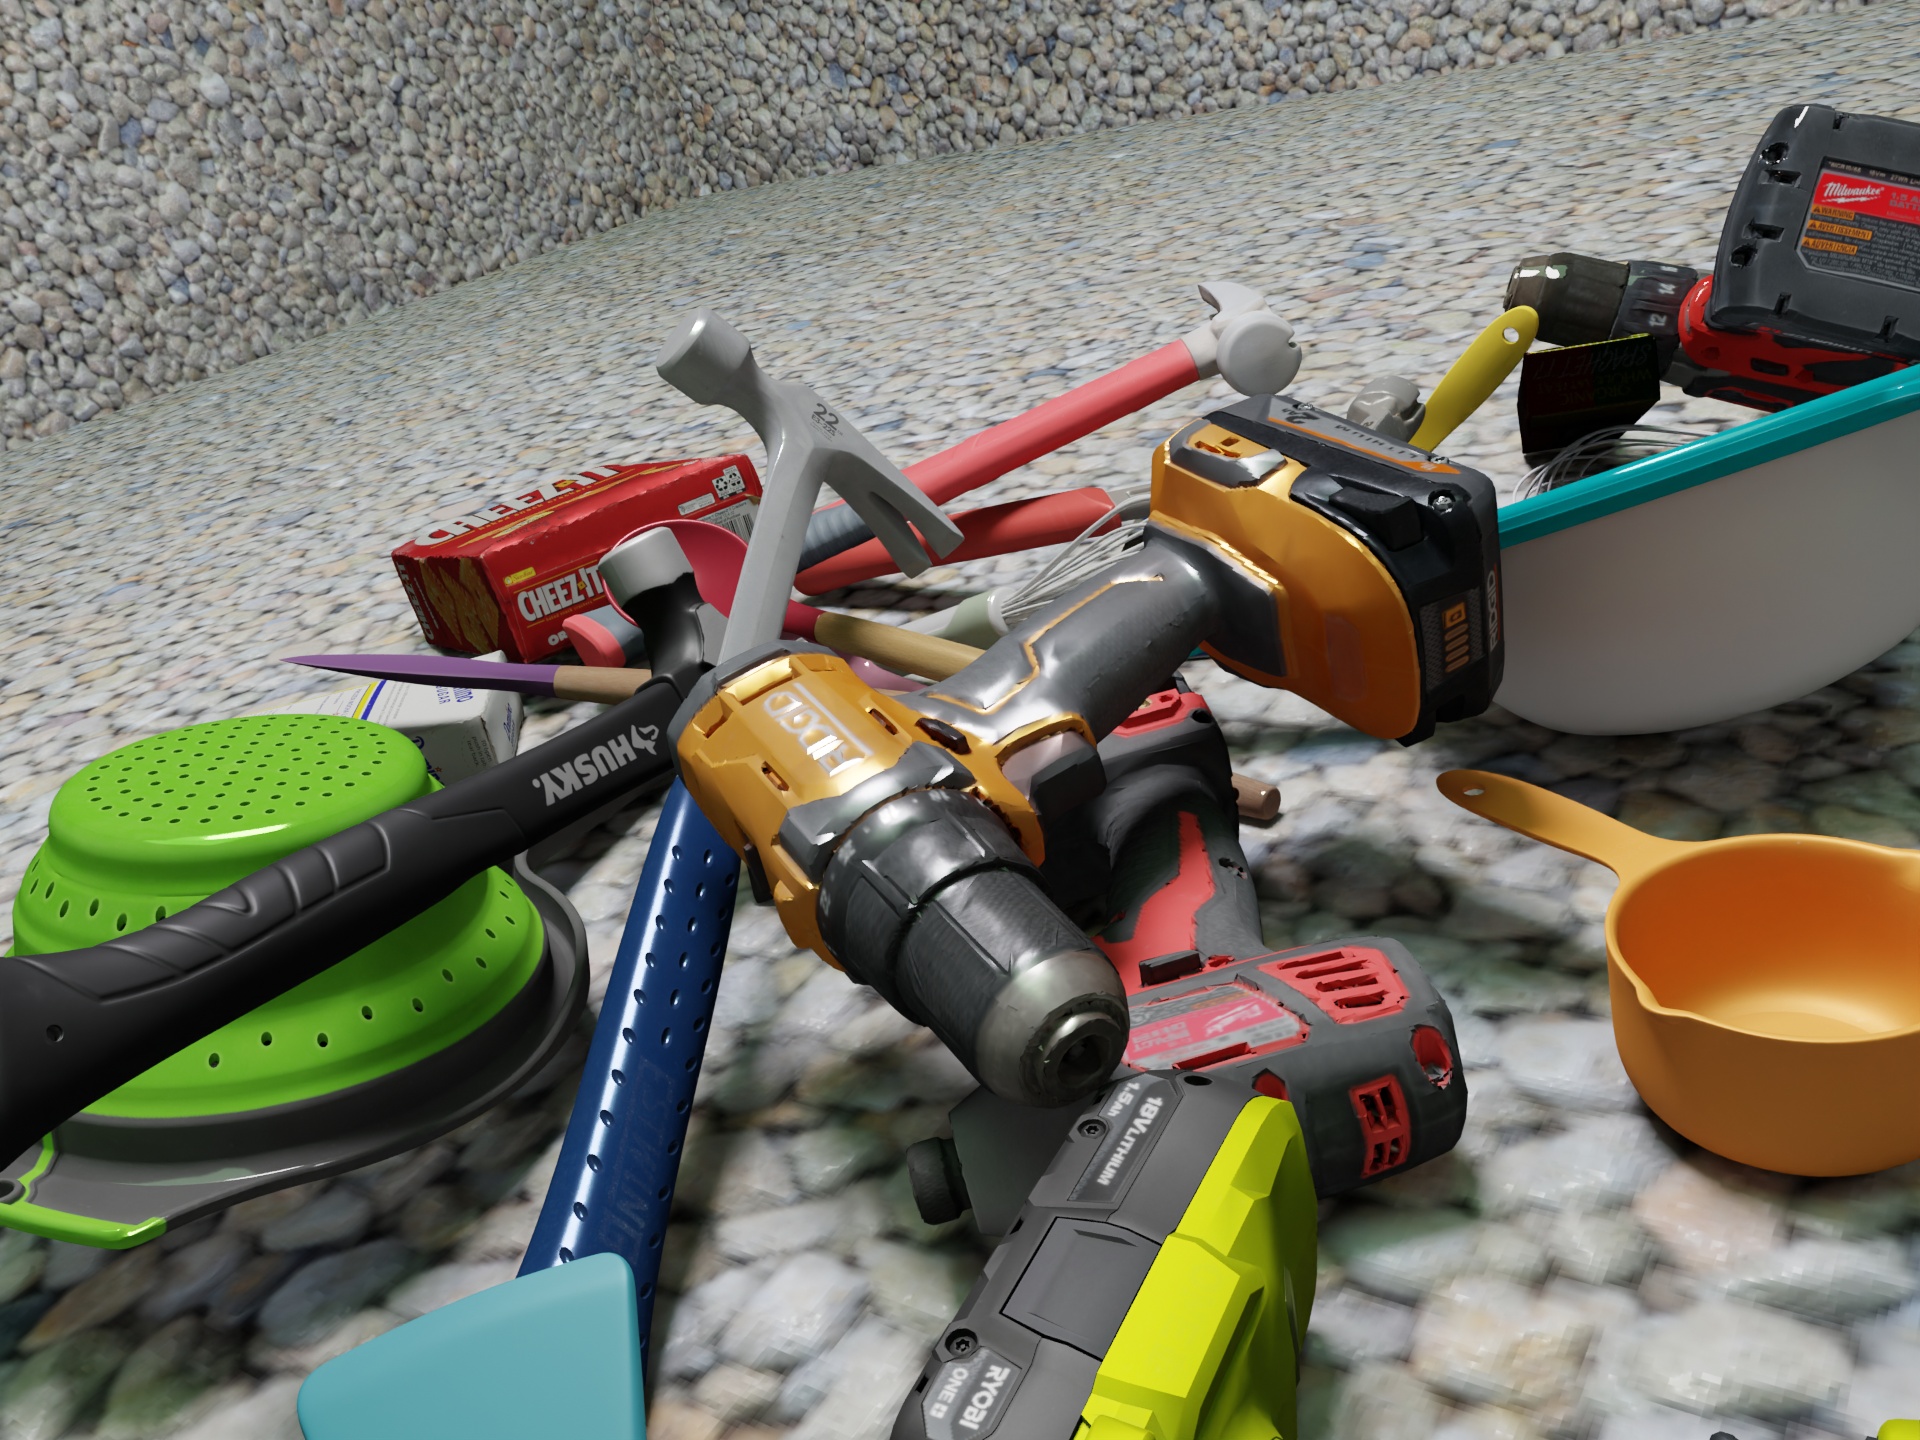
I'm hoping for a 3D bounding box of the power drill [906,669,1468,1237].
[{"bbox_3d":[0.042,0.066,0.482,0.143,0.078,0.220,-16,28,-3],"label":"power drill"}]

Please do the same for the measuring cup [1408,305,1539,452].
[{"bbox_3d":[0.214,-0.133,0.740,0.029,0.062,0.156,-39,-11,-33],"label":"measuring cup"}]

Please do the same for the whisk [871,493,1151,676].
[{"bbox_3d":[0.026,-0.049,0.695,0.246,0.059,0.058,-16,33,48],"label":"whisk"}]

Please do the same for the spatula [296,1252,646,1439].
[{"bbox_3d":[-0.072,0.219,0.256,0.082,0.044,0.318,-20,27,-9],"label":"spatula"}]

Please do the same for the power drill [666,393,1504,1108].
[{"bbox_3d":[0.049,0.001,0.444,0.226,0.084,0.186,-28,36,-17],"label":"power drill"}]

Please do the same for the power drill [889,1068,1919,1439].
[{"bbox_3d":[0.116,0.141,0.287,0.223,0.080,0.171,6,32,29],"label":"power drill"}]

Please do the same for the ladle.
[{"bbox_3d":[-0.039,-0.036,0.689,0.316,0.031,0.069,18,58,35],"label":"ladle"}]

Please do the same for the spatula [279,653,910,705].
[{"bbox_3d":[-0.152,-0.015,0.695,0.316,0.018,0.060,5,4,12],"label":"spatula"}]

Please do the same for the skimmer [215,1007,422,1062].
[{"bbox_3d":[-0.335,0.136,0.584,0.363,0.090,0.127,-1,28,5],"label":"skimmer"}]

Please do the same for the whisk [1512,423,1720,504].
[{"bbox_3d":[0.384,-0.105,0.682,0.284,0.070,0.070,-5,26,8],"label":"whisk"}]

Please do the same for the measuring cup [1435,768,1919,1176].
[{"bbox_3d":[0.194,0.061,0.438,0.095,0.052,0.174,-22,24,-17],"label":"measuring cup"}]

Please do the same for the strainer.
[{"bbox_3d":[0.203,-0.030,0.583,0.340,0.095,0.211,-20,0,25],"label":"strainer"}]

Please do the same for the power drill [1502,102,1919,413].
[{"bbox_3d":[0.340,-0.184,0.681,0.188,0.080,0.226,16,5,10],"label":"power drill"}]

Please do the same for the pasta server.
[{"bbox_3d":[-0.001,-0.002,0.687,0.316,0.060,0.040,17,9,43],"label":"pasta server"}]

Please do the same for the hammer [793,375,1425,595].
[{"bbox_3d":[0.040,-0.095,0.787,0.359,0.036,0.149,-5,28,41],"label":"hammer"}]

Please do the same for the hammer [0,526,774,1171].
[{"bbox_3d":[-0.150,0.039,0.485,0.035,0.146,0.335,-26,5,28],"label":"hammer"}]

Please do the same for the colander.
[{"bbox_3d":[-0.200,0.030,0.592,0.204,0.094,0.397,8,22,19],"label":"colander"}]

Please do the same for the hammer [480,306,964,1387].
[{"bbox_3d":[-0.076,0.019,0.536,0.035,0.144,0.406,-35,33,35],"label":"hammer"}]

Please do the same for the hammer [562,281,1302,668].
[{"bbox_3d":[-0.023,-0.121,0.812,0.386,0.038,0.143,-24,22,7],"label":"hammer"}]
